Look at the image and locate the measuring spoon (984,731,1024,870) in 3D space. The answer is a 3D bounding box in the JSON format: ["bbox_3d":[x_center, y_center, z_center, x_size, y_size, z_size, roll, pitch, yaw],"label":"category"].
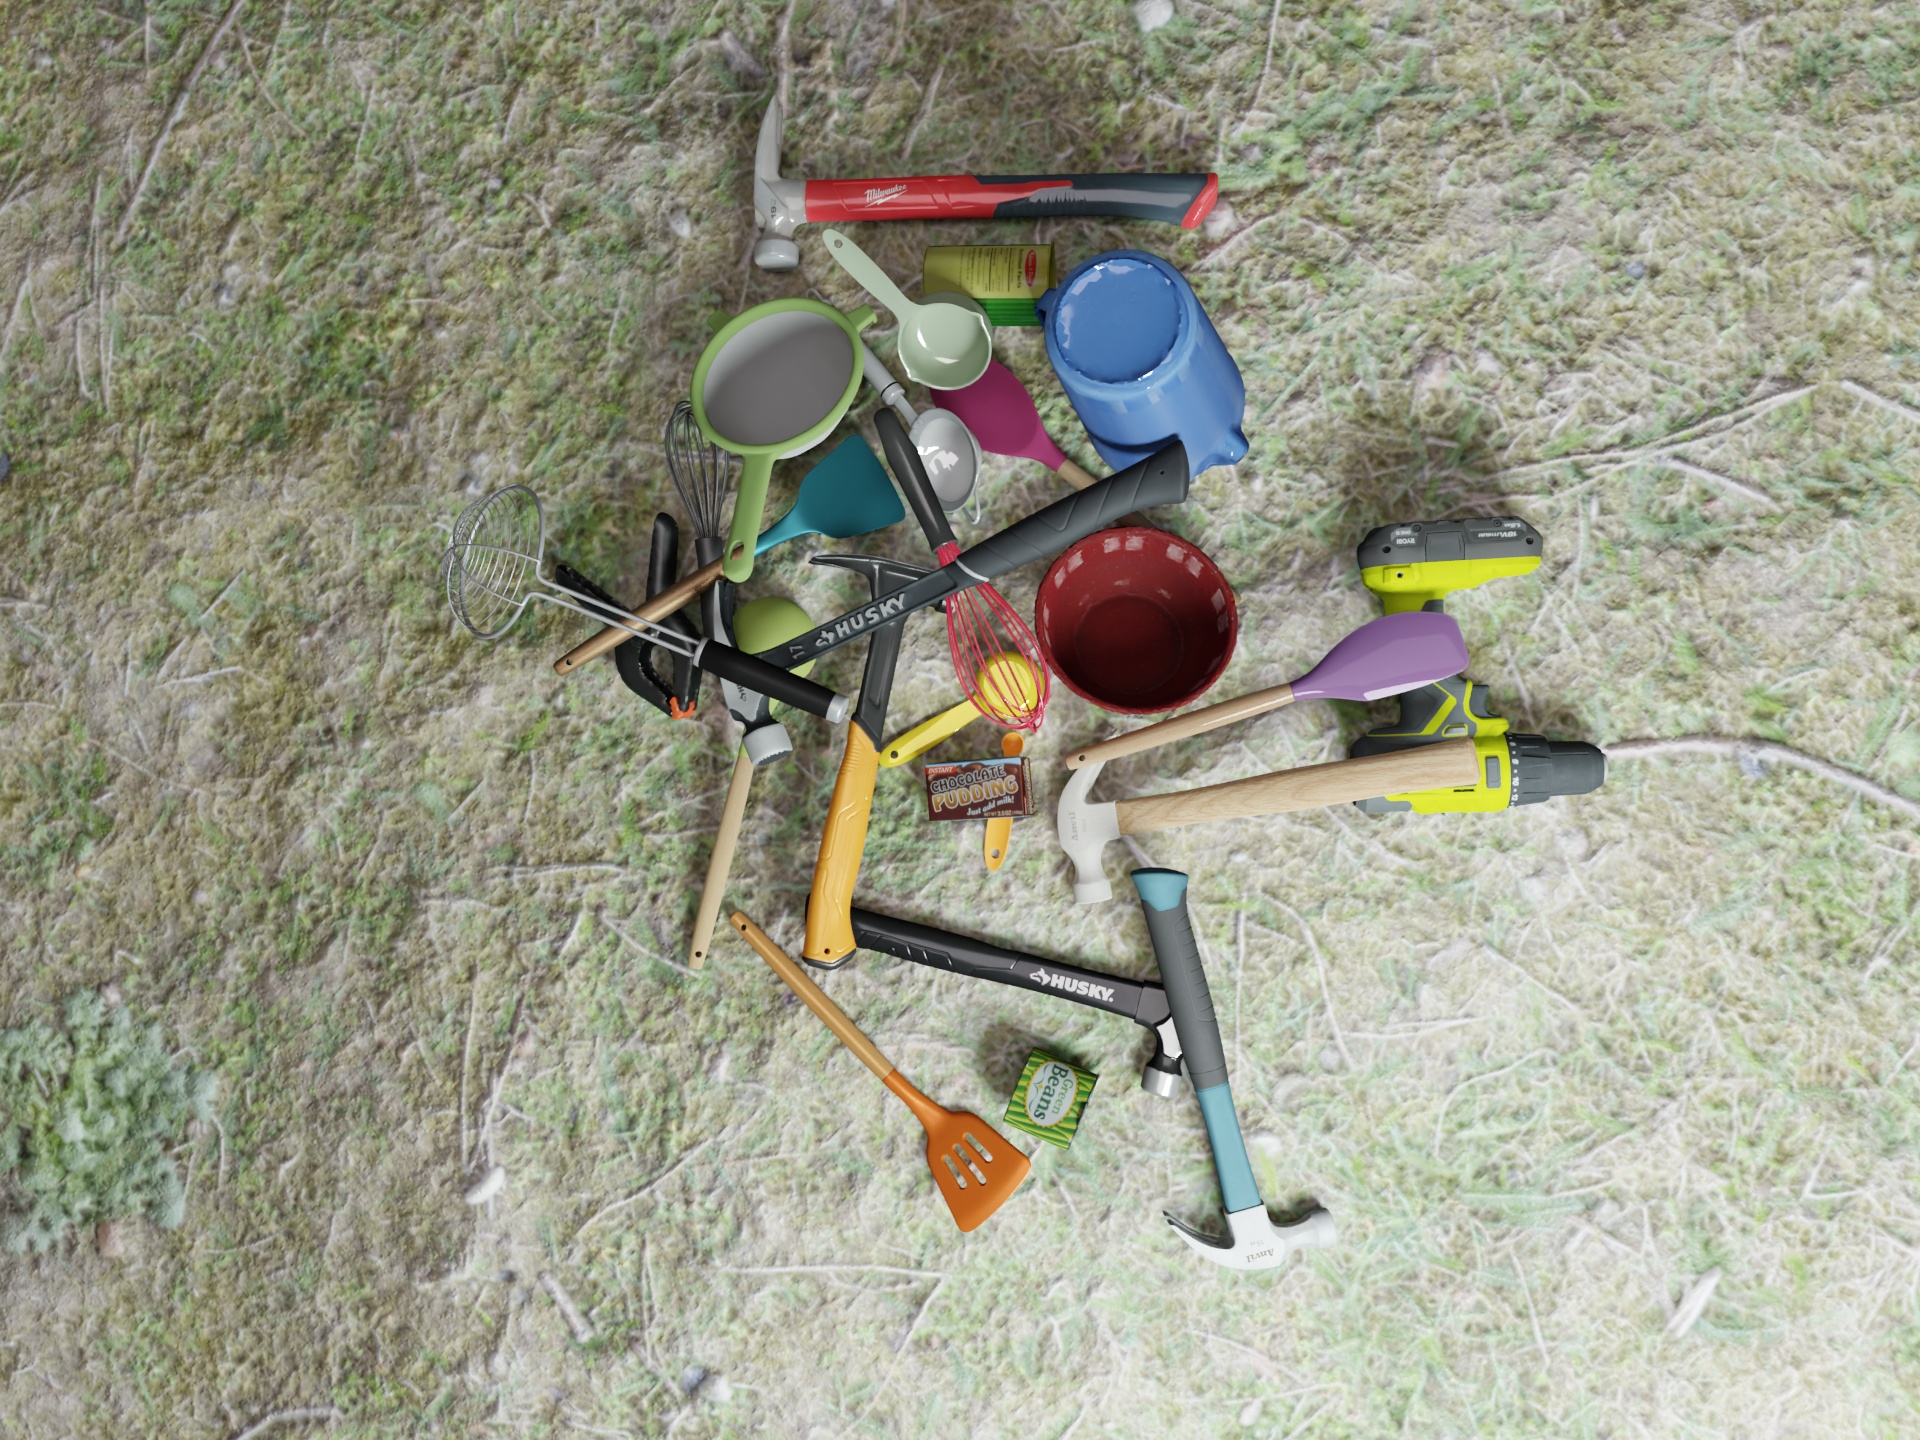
[{"bbox_3d":[0.037,0.067,1.318,0.021,0.011,0.117,10,93,18],"label":"measuring spoon"}]

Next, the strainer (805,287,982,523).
[{"bbox_3d":[-0.049,-0.268,1.326,0.258,0.050,0.086,51,138,11],"label":"strainer"}]

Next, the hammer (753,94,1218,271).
[{"bbox_3d":[0.019,-0.452,1.325,0.386,0.038,0.143,1,86,7],"label":"hammer"}]

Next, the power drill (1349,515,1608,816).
[{"bbox_3d":[0.400,-0.040,1.243,0.190,0.080,0.228,-3,90,8],"label":"power drill"}]

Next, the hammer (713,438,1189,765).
[{"bbox_3d":[-0.011,-0.112,1.225,0.409,0.036,0.149,-25,81,13],"label":"hammer"}]

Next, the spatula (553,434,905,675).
[{"bbox_3d":[-0.196,-0.124,1.314,0.317,0.044,0.082,-31,98,-1],"label":"spatula"}]

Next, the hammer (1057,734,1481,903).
[{"bbox_3d":[0.232,0.056,1.242,0.331,0.031,0.130,-12,86,22],"label":"hammer"}]

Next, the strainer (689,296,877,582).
[{"bbox_3d":[-0.150,-0.221,1.300,0.151,0.069,0.256,2,70,18],"label":"strainer"}]

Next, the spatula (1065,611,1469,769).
[{"bbox_3d":[0.231,-0.017,1.230,0.316,0.018,0.060,-19,83,12],"label":"spatula"}]

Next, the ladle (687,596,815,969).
[{"bbox_3d":[-0.187,0.053,1.335,0.078,0.062,0.320,13,97,-16],"label":"ladle"}]

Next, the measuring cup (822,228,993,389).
[{"bbox_3d":[-0.043,-0.336,1.266,0.167,0.038,0.083,40,125,-20],"label":"measuring cup"}]

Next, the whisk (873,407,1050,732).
[{"bbox_3d":[-0.004,-0.122,1.275,0.073,0.073,0.296,-26,80,6],"label":"whisk"}]

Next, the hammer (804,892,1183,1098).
[{"bbox_3d":[0.032,0.194,1.301,0.335,0.035,0.146,14,90,8],"label":"hammer"}]

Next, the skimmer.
[{"bbox_3d":[-0.251,-0.079,1.260,0.363,0.090,0.127,22,97,7],"label":"skimmer"}]

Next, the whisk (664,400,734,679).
[{"bbox_3d":[-0.212,-0.152,1.342,0.055,0.055,0.239,-7,92,7],"label":"whisk"}]

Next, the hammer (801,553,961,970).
[{"bbox_3d":[-0.089,0.033,1.291,0.127,0.034,0.337,12,85,-13],"label":"hammer"}]

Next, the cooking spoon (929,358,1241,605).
[{"bbox_3d":[0.104,-0.195,1.314,0.319,0.017,0.068,40,107,7],"label":"cooking spoon"}]

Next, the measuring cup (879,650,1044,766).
[{"bbox_3d":[-0.002,-0.004,1.314,0.156,0.029,0.062,-31,84,5],"label":"measuring cup"}]

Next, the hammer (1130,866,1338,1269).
[{"bbox_3d":[0.195,0.272,1.248,0.128,0.033,0.331,-15,94,-3],"label":"hammer"}]

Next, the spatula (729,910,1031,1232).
[{"bbox_3d":[-0.078,0.275,1.308,0.323,0.041,0.081,44,94,8],"label":"spatula"}]
